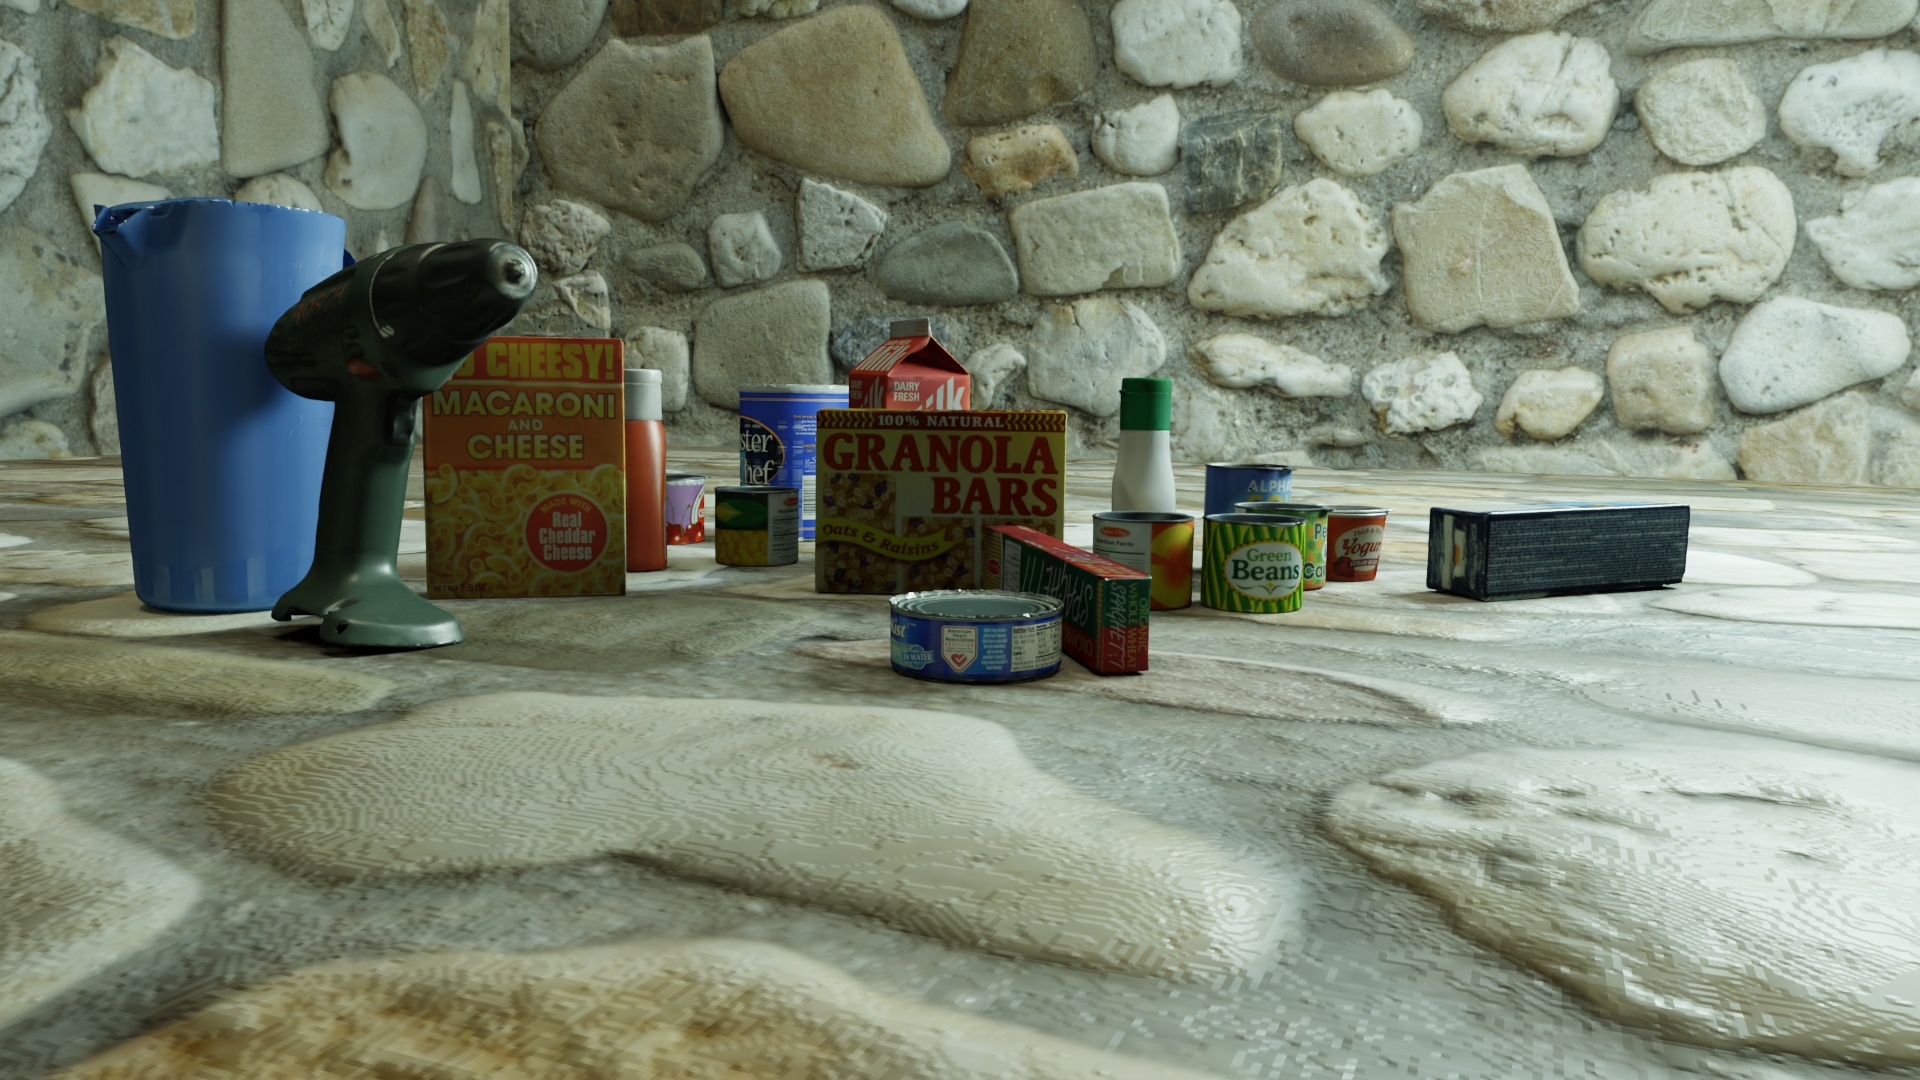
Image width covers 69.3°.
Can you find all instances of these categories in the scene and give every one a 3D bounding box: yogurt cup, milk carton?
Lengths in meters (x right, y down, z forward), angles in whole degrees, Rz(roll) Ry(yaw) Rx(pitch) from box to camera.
[{"bbox_3d":[0.286,0.001,1.046,0.072,0.054,0.072,1,6,0],"label":"yogurt cup"},{"bbox_3d":[-0.041,-0.075,1.075,0.073,0.190,0.072,-2,6,-29],"label":"milk carton"}]

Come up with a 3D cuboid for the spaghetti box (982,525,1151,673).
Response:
[{"bbox_3d":[0.053,0.028,0.786,0.029,0.050,0.250,0,6,-12],"label":"spaghetti box"}]

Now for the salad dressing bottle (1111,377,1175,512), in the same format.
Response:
[{"bbox_3d":[0.133,-0.044,1.008,0.044,0.147,0.064,0,6,-13],"label":"salad dressing bottle"}]

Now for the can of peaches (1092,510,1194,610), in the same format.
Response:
[{"bbox_3d":[0.120,0.012,0.902,0.071,0.058,0.071,1,6,0],"label":"can of peaches"}]

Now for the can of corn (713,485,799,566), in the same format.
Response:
[{"bbox_3d":[-0.162,-0.012,1.089,0.071,0.058,0.071,1,6,0],"label":"can of corn"}]

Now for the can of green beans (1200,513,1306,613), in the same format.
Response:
[{"bbox_3d":[0.188,0.014,0.896,0.071,0.057,0.071,1,6,0],"label":"can of green beans"}]

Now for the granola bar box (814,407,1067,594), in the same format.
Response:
[{"bbox_3d":[-0.012,-0.026,0.931,0.166,0.124,0.039,1,6,5],"label":"granola bar box"}]

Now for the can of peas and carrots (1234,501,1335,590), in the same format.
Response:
[{"bbox_3d":[0.231,0.003,0.996,0.071,0.058,0.071,1,6,0],"label":"can of peas and carrots"}]

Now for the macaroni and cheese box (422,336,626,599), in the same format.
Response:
[{"bbox_3d":[-0.281,-0.048,0.899,0.124,0.166,0.040,-1,6,-14],"label":"macaroni and cheese box"}]

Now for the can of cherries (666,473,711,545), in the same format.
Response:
[{"bbox_3d":[-0.256,-0.028,1.224,0.071,0.058,0.071,1,6,0],"label":"can of cherries"}]

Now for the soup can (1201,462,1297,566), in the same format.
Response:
[{"bbox_3d":[0.221,-0.016,1.062,0.071,0.083,0.071,1,6,0],"label":"soup can"}]

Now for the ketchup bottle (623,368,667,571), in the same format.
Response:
[{"bbox_3d":[-0.242,-0.053,1.038,0.043,0.148,0.065,-2,6,-24],"label":"ketchup bottle"}]
